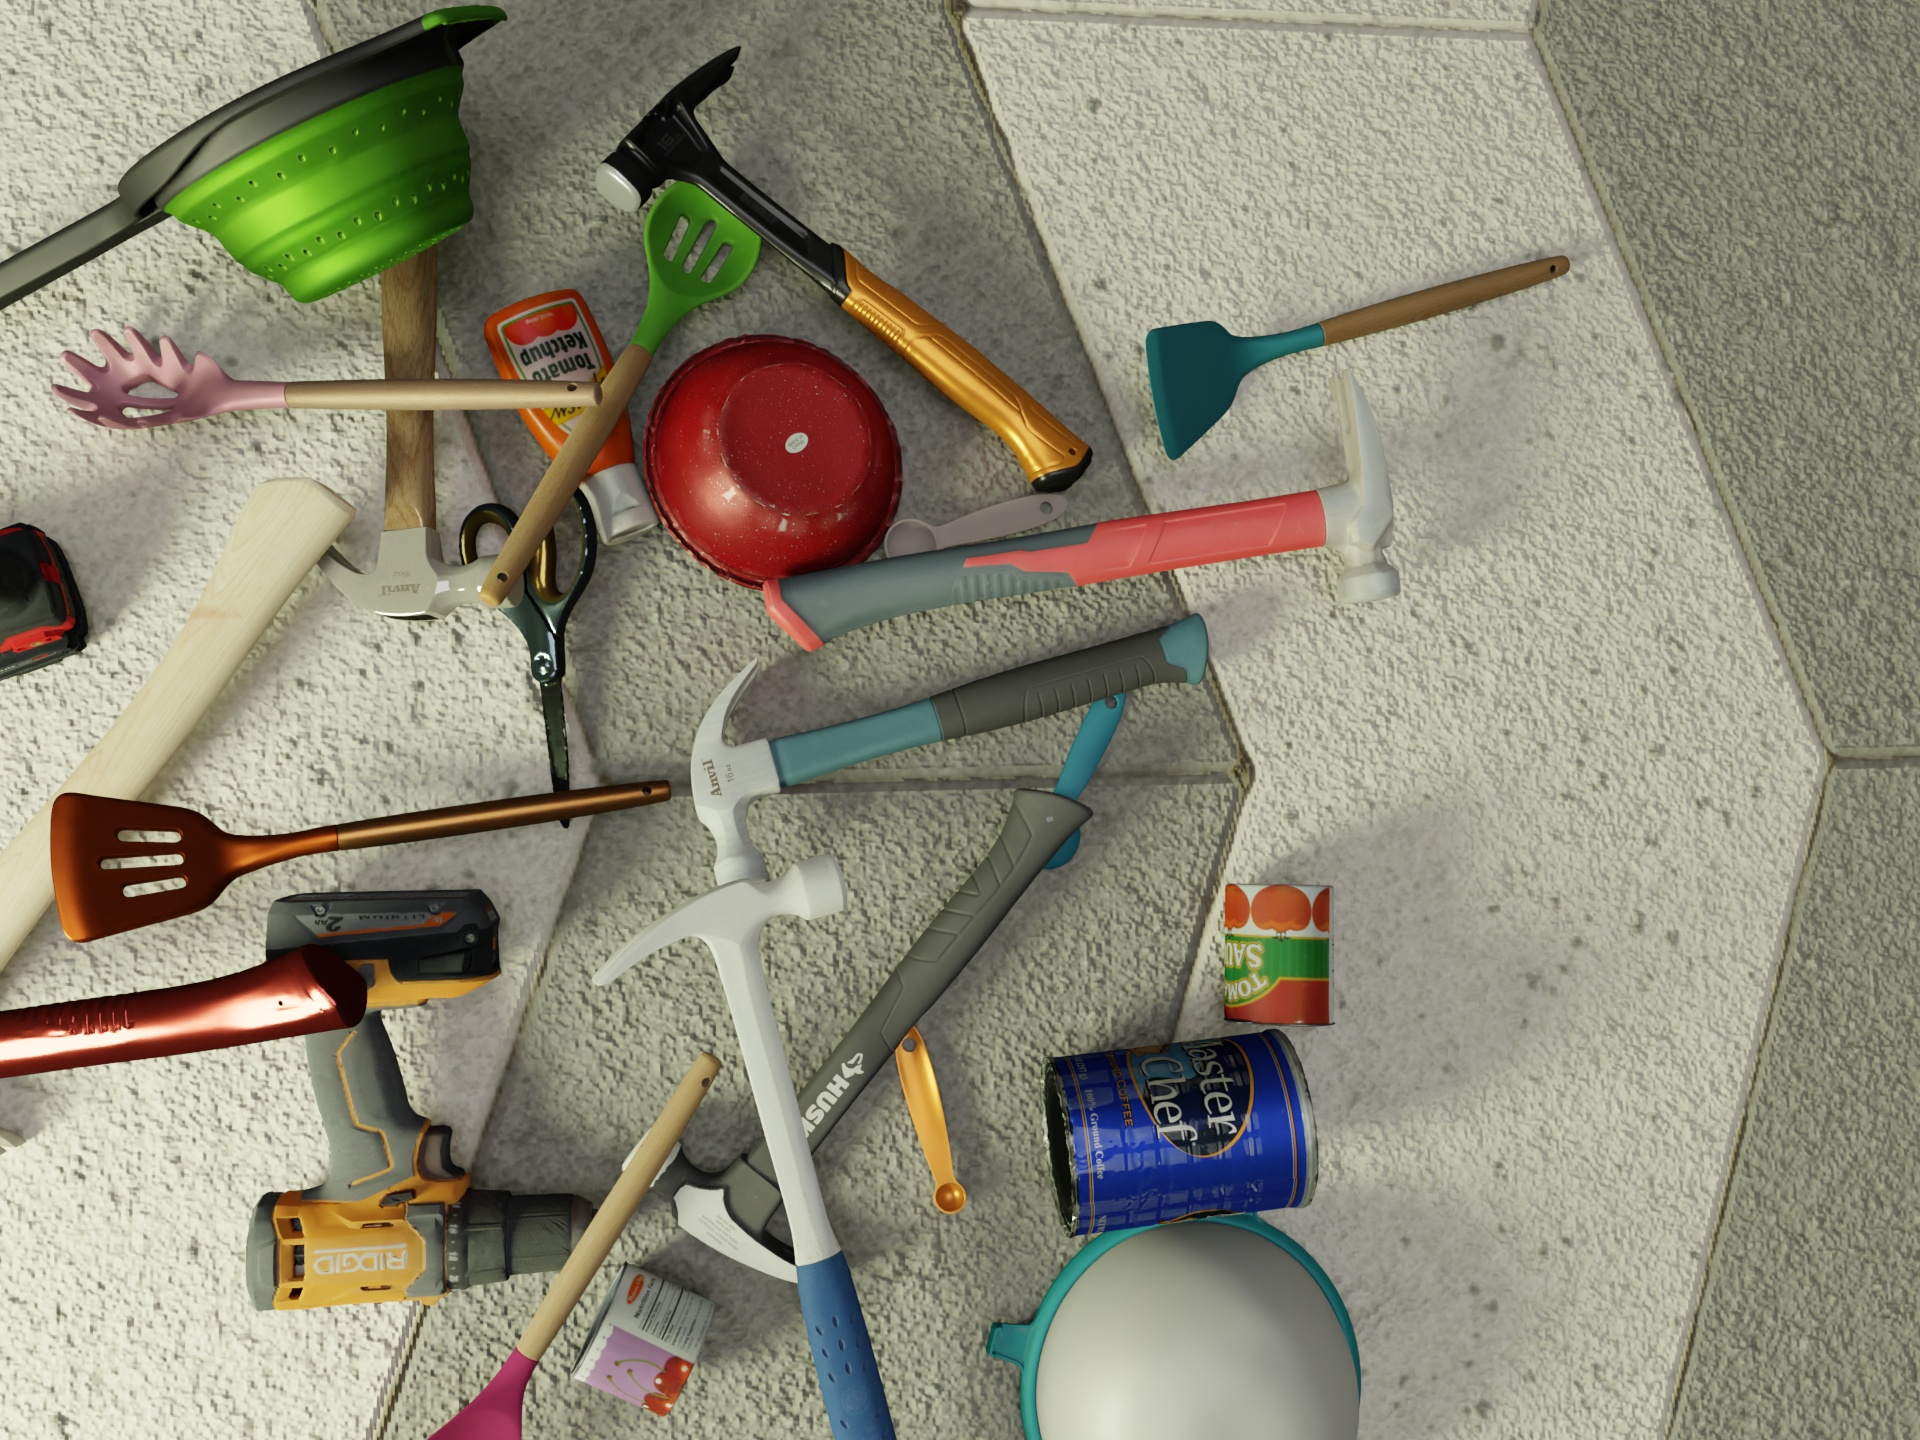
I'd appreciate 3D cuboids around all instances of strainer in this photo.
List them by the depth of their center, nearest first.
[{"bbox_3d":[0.176,0.451,0.915,0.211,0.095,0.340,-29,87,-9],"label":"strainer"}]

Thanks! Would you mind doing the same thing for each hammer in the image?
[{"bbox_3d":[-0.486,0.176,0.827,0.359,0.037,0.149,-8,99,3],"label":"hammer"},{"bbox_3d":[-0.087,0.288,0.880,0.144,0.035,0.405,-15,93,-18],"label":"hammer"},{"bbox_3d":[-0.467,0.042,0.881,0.146,0.038,0.410,37,87,-4],"label":"hammer"},{"bbox_3d":[-0.036,0.176,0.933,0.146,0.035,0.335,39,86,-2],"label":"hammer"},{"bbox_3d":[-0.327,-0.221,0.937,0.130,0.031,0.331,-5,80,8],"label":"hammer"},{"bbox_3d":[0.072,-0.115,0.958,0.386,0.038,0.143,-10,91,-8],"label":"hammer"},{"bbox_3d":[-0.002,-0.003,0.960,0.331,0.033,0.128,-16,76,-11],"label":"hammer"},{"bbox_3d":[-0.052,-0.262,0.973,0.336,0.034,0.127,38,66,-8],"label":"hammer"}]

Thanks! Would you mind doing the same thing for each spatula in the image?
[{"bbox_3d":[-0.322,0.060,0.887,0.322,0.041,0.081,-8,76,-19],"label":"spatula"},{"bbox_3d":[0.259,-0.252,1.022,0.317,0.044,0.082,-19,112,-11],"label":"spatula"}]

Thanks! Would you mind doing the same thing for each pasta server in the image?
[{"bbox_3d":[-0.358,-0.188,0.901,0.316,0.040,0.060,2,71,9],"label":"pasta server"}]

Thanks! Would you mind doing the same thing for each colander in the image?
[{"bbox_3d":[-0.408,-0.261,0.881,0.397,0.205,0.094,-22,111,13],"label":"colander"}]

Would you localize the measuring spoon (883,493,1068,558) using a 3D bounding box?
[{"bbox_3d":[0.010,-0.119,0.993,0.124,0.018,0.034,-18,87,-16],"label":"measuring spoon"}]

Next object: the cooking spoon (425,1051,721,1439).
[{"bbox_3d":[-0.222,0.322,0.869,0.068,0.017,0.319,38,79,-33],"label":"cooking spoon"}]

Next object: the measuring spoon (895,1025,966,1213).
[{"bbox_3d":[-0.019,0.237,0.955,0.021,0.011,0.117,-16,83,3],"label":"measuring spoon"}]

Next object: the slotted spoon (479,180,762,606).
[{"bbox_3d":[-0.200,-0.196,0.927,0.070,0.031,0.314,30,65,-15],"label":"slotted spoon"}]

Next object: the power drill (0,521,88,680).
[{"bbox_3d":[-0.554,-0.066,0.806,0.143,0.219,0.078,-21,87,-9],"label":"power drill"}]

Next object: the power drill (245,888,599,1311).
[{"bbox_3d":[-0.296,0.210,0.887,0.185,0.084,0.226,0,88,-10],"label":"power drill"}]

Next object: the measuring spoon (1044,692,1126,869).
[{"bbox_3d":[0.073,0.031,0.979,0.042,0.021,0.129,27,80,-4],"label":"measuring spoon"}]
